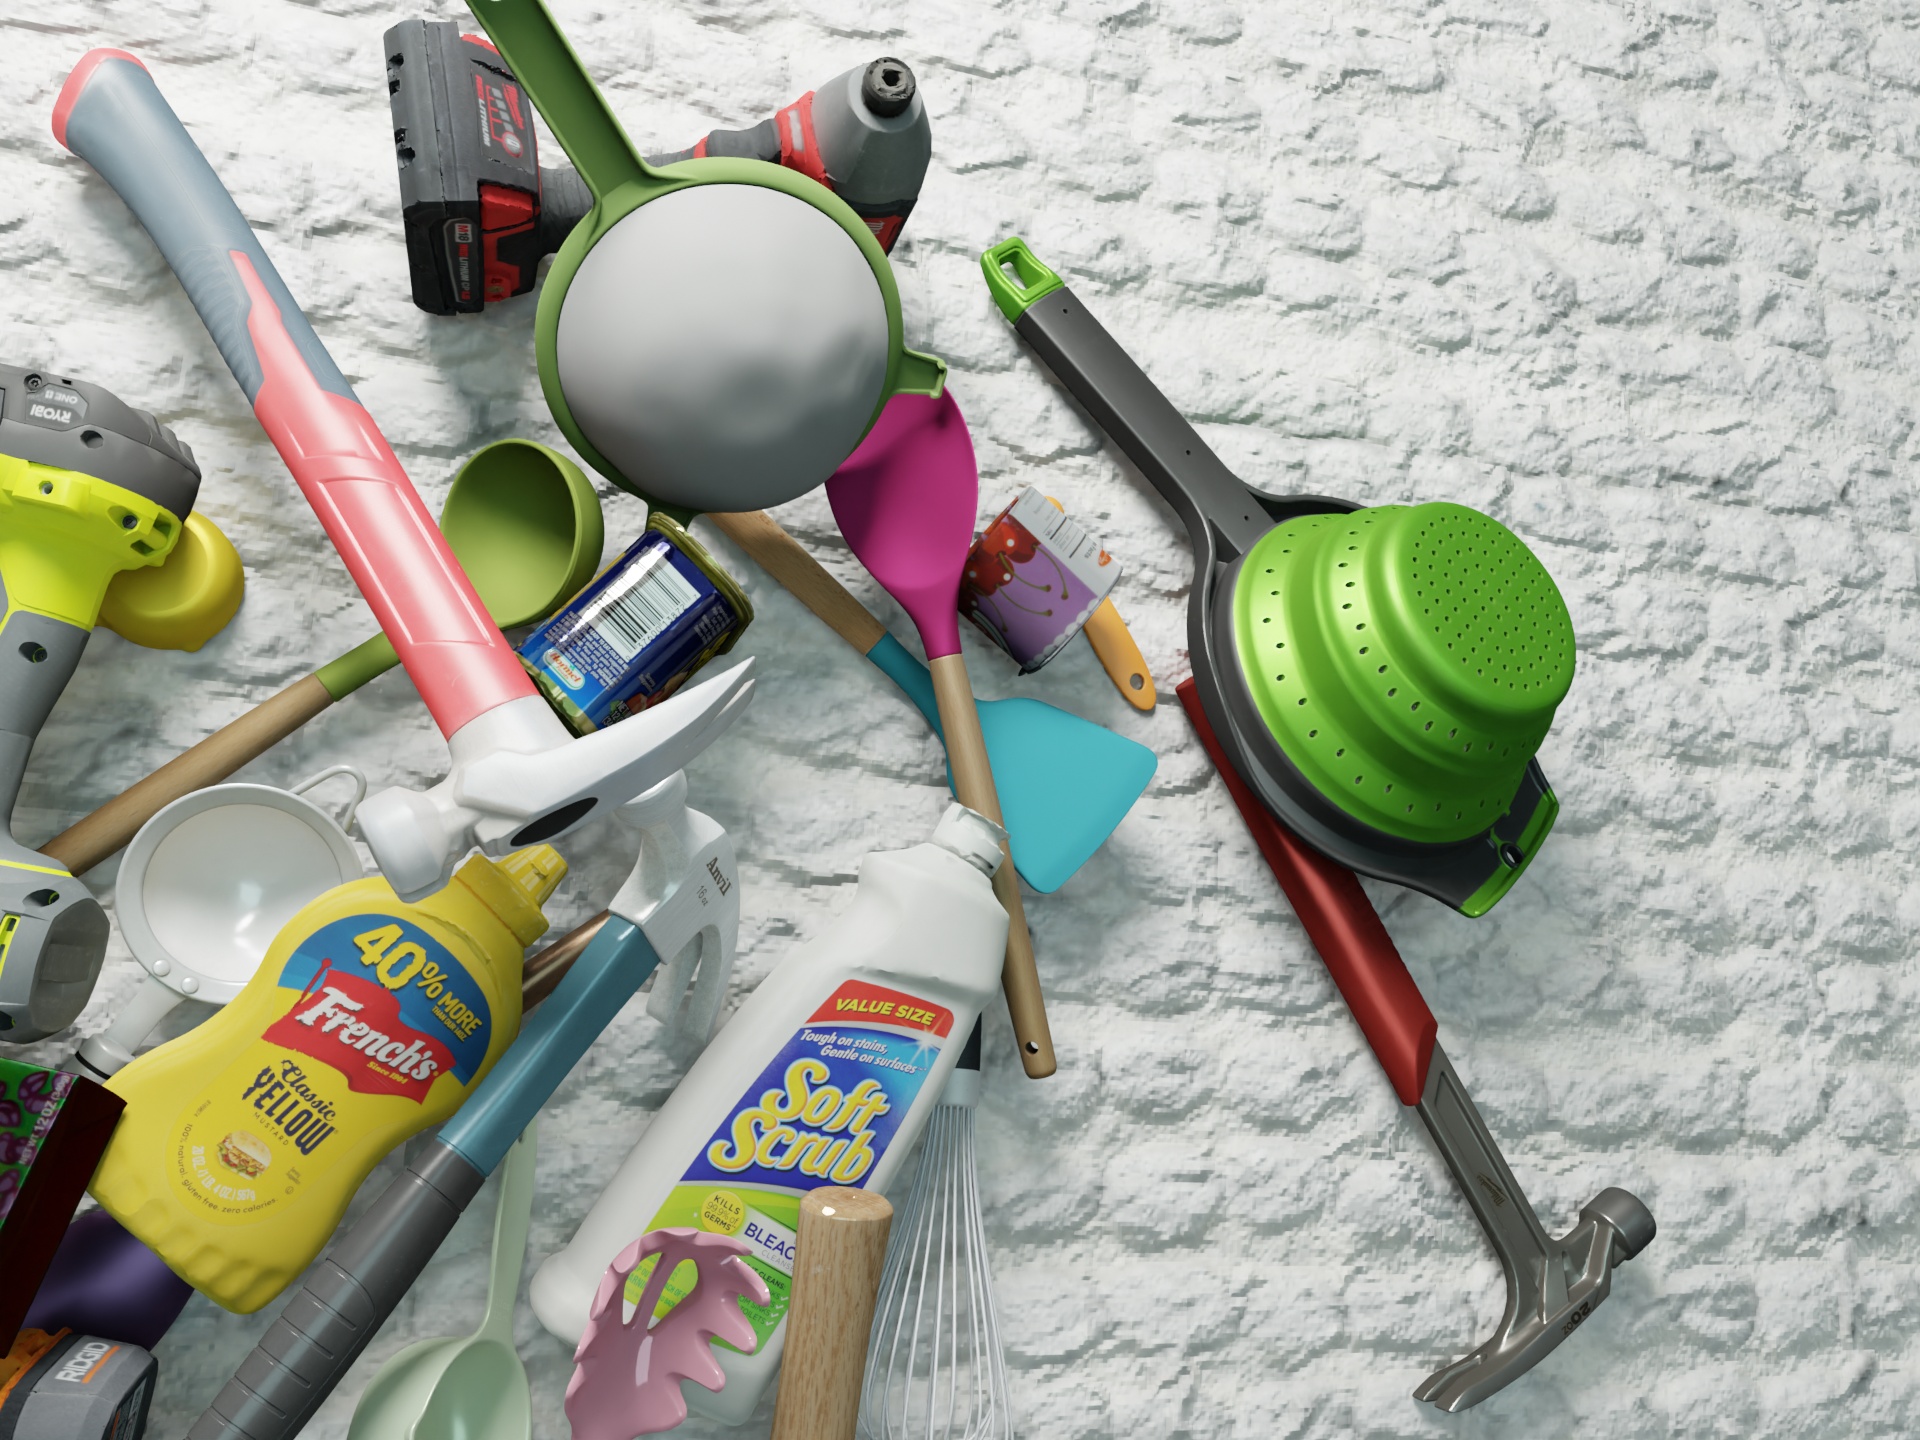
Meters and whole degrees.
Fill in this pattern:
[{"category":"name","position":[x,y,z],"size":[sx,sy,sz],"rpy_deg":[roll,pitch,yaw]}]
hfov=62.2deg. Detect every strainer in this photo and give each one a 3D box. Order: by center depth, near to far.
[{"category":"strainer","position":[-0.313,0.117,0.593],"size":[0.086,0.050,0.258],"rpy_deg":[42,75,-20]},{"category":"strainer","position":[-0.110,-0.172,0.595],"size":[0.151,0.069,0.256],"rpy_deg":[-30,130,3]}]

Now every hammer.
[{"category":"hammer","position":[-0.186,0.165,0.560],"size":[0.033,0.128,0.331],"rpy_deg":[21,60,28]},{"category":"hammer","position":[-0.064,0.341,0.599],"size":[0.130,0.031,0.331],"rpy_deg":[8,93,-21]},{"category":"hammer","position":[-0.230,-0.122,0.601],"size":[0.143,0.038,0.386],"rpy_deg":[-28,71,-21]},{"category":"hammer","position":[0.196,0.138,0.763],"size":[0.149,0.036,0.359],"rpy_deg":[-30,91,-21]}]

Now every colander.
[{"category":"colander","position":[0.161,-0.095,0.744],"size":[0.397,0.094,0.204],"rpy_deg":[49,52,2]}]

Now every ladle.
[{"category":"ladle","position":[-0.276,-0.004,0.620],"size":[0.320,0.062,0.078],"rpy_deg":[-38,67,-18]}]

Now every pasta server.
[{"category":"pasta server","position":[-0.153,0.319,0.564],"size":[0.060,0.040,0.316],"rpy_deg":[23,91,-24]}]

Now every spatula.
[{"category":"spatula","position":[-0.249,0.163,0.617],"size":[0.316,0.018,0.060],"rpy_deg":[-36,94,-20]},{"category":"spatula","position":[-0.054,-0.054,0.710],"size":[0.317,0.044,0.082],"rpy_deg":[42,82,-6]}]

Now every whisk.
[{"category":"whisk","position":[-0.004,0.190,0.678],"size":[0.070,0.070,0.285],"rpy_deg":[10,73,-17]}]

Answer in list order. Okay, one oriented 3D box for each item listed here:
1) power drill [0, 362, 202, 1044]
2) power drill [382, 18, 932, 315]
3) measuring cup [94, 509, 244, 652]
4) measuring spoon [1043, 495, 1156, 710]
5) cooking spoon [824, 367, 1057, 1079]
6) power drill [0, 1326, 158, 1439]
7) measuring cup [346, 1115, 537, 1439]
[{"category":"power drill","position":[-0.373,-0.013,0.558],"size":[0.171,0.080,0.223],"rpy_deg":[11,79,-2]},{"category":"power drill","position":[-0.122,-0.232,0.670],"size":[0.219,0.143,0.078],"rpy_deg":[-7,82,-17]},{"category":"measuring cup","position":[-0.359,-0.042,0.612],"size":[0.156,0.029,0.062],"rpy_deg":[-21,86,-21]},{"category":"measuring spoon","position":[0.065,-0.057,0.768],"size":[0.021,0.011,0.117],"rpy_deg":[-28,90,-21]},{"category":"cooking spoon","position":[-0.001,-0.002,0.691],"size":[0.069,0.017,0.319],"rpy_deg":[-14,86,12]},{"category":"power drill","position":[-0.400,0.266,0.511],"size":[0.226,0.084,0.164],"rpy_deg":[13,85,-11]},{"category":"measuring cup","position":[-0.193,0.229,0.610],"size":[0.038,0.083,0.168],"rpy_deg":[-7,59,15]}]
